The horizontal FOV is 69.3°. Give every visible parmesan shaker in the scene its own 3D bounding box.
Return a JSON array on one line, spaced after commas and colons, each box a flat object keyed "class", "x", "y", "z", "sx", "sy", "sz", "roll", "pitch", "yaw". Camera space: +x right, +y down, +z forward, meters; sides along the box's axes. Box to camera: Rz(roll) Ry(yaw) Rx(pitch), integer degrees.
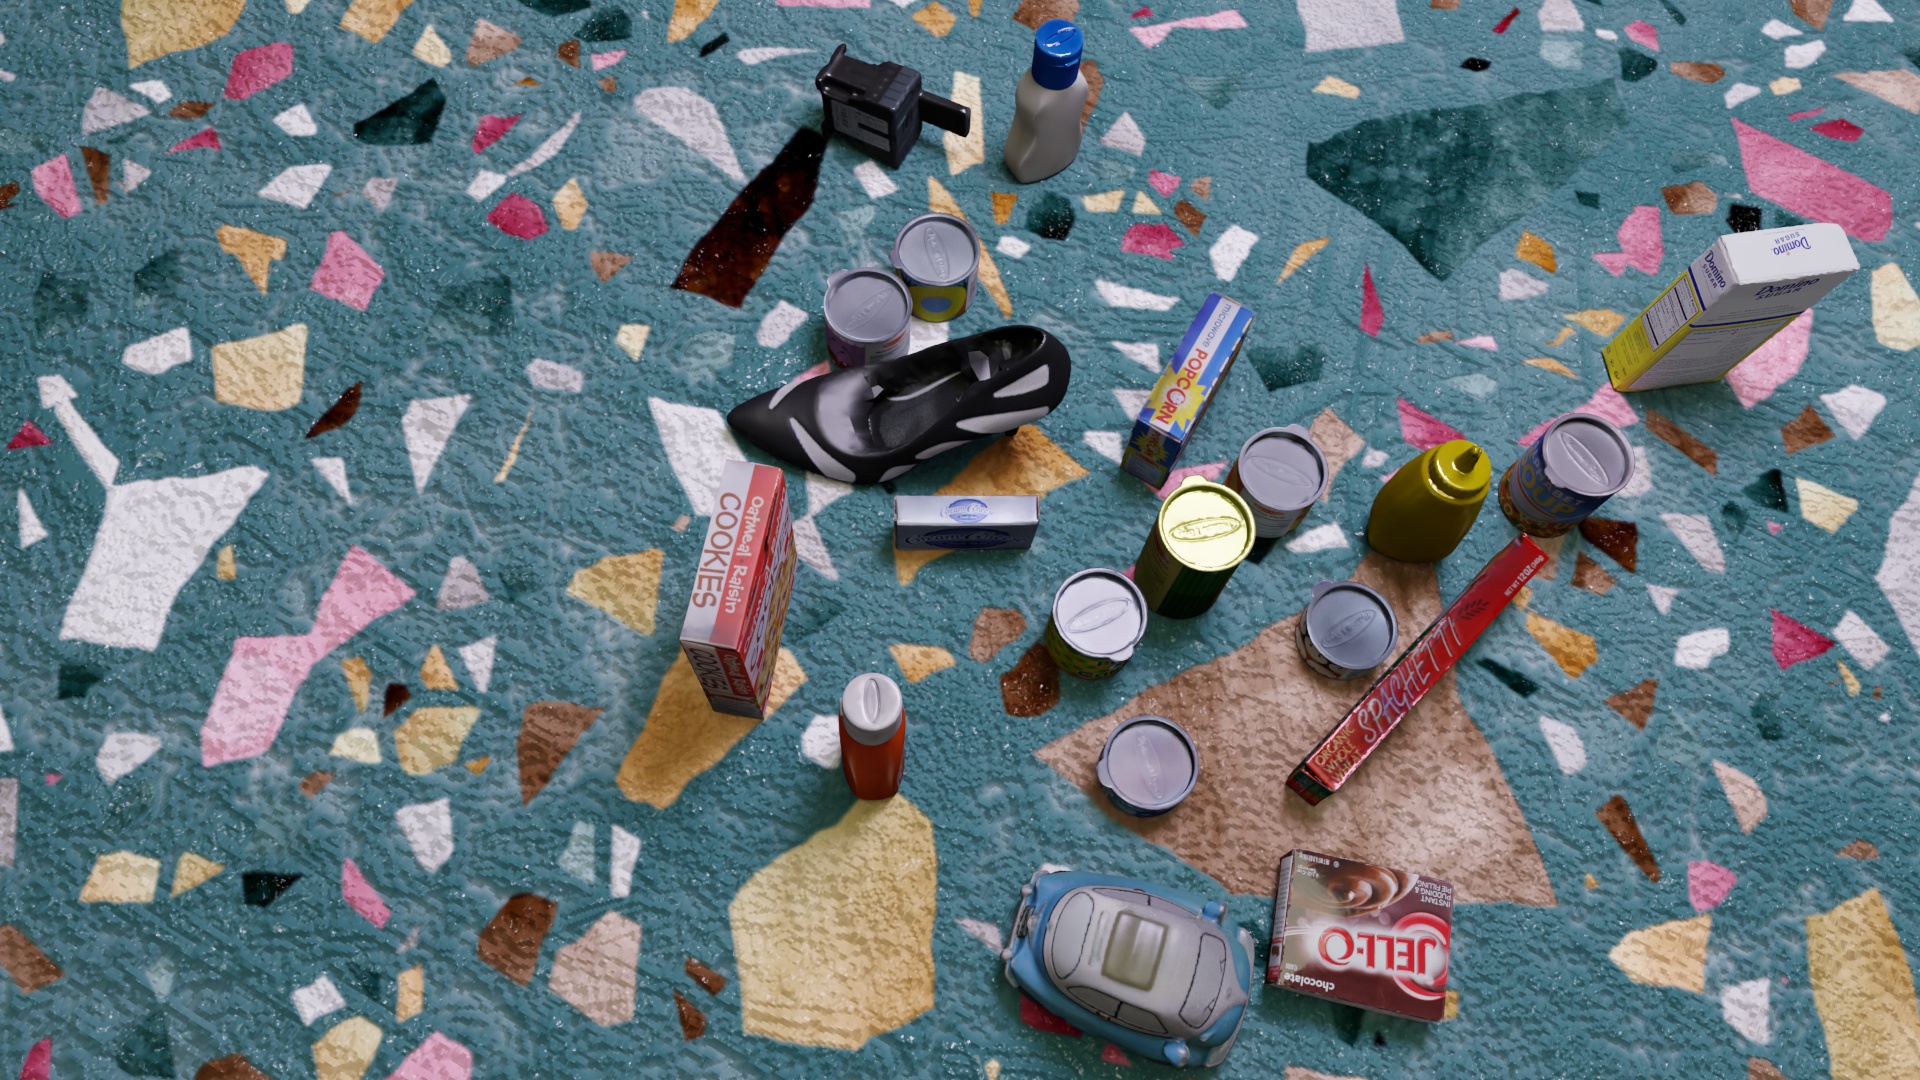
[{"class": "parmesan shaker", "x": 0.163, "y": 0.006, "z": 0.979, "sx": 0.071, "sy": 0.102, "sz": 0.071, "roll": 1, "pitch": 68, "yaw": -2}]

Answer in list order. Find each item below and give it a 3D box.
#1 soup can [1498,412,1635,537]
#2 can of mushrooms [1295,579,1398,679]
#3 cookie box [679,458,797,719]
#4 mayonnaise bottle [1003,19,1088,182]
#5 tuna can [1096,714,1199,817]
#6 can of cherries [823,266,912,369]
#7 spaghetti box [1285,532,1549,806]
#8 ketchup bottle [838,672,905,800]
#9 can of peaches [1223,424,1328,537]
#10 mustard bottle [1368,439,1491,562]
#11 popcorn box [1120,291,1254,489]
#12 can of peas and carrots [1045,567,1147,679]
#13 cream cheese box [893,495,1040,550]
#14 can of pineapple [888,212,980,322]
[{"class": "soup can", "x": 0.443, "y": -0.045, "z": 1.025, "sx": 0.071, "sy": 0.083, "sz": 0.071, "roll": 1, "pitch": 68, "yaw": -2}, {"class": "can of mushrooms", "x": 0.276, "y": 0.063, "z": 0.999, "sx": 0.071, "sy": 0.033, "sz": 0.071, "roll": 1, "pitch": 68, "yaw": -3}, {"class": "cookie box", "x": -0.141, "y": 0.037, "z": 0.916, "sx": 0.040, "sy": 0.166, "sz": 0.123, "roll": 9, "pitch": 68, "yaw": 1}, {"class": "mayonnaise bottle", "x": 0.070, "y": -0.345, "z": 1.094, "sx": 0.065, "sy": 0.147, "sz": 0.041, "roll": -29, "pitch": 72, "yaw": -13}, {"class": "tuna can", "x": 0.126, "y": 0.156, "z": 0.954, "sx": 0.071, "sy": 0.032, "sz": 0.071, "roll": 1, "pitch": 68, "yaw": -3}, {"class": "can of cherries", "x": -0.072, "y": -0.168, "z": 1.062, "sx": 0.071, "sy": 0.058, "sz": 0.072, "roll": 1, "pitch": 68, "yaw": -2}, {"class": "spaghetti box", "x": 0.324, "y": 0.090, "z": 0.982, "sx": 0.251, "sy": 0.050, "sz": 0.029, "roll": -42, "pitch": 76, "yaw": -17}, {"class": "ketchup bottle", "x": -0.057, "y": 0.123, "z": 0.895, "sx": 0.043, "sy": 0.148, "sz": 0.065, "roll": -3, "pitch": 68, "yaw": -4}, {"class": "can of peaches", "x": 0.233, "y": -0.044, "z": 1.028, "sx": 0.071, "sy": 0.058, "sz": 0.071, "roll": 1, "pitch": 68, "yaw": -2}, {"class": "mustard bottle", "x": 0.336, "y": -0.032, "z": 0.973, "sx": 0.065, "sy": 0.159, "sz": 0.049, "roll": 16, "pitch": 68, "yaw": 4}, {"class": "popcorn box", "x": 0.169, "y": -0.112, "z": 1.037, "sx": 0.038, "sy": 0.085, "sz": 0.127, "roll": 29, "pitch": 69, "yaw": 8}, {"class": "can of peas and carrots", "x": 0.096, "y": 0.061, "z": 0.977, "sx": 0.071, "sy": 0.058, "sz": 0.071, "roll": 1, "pitch": 68, "yaw": -2}, {"class": "cream cheese box", "x": 0.004, "y": -0.013, "z": 1.005, "sx": 0.104, "sy": 0.053, "sz": 0.024, "roll": 0, "pitch": 68, "yaw": -3}, {"class": "can of pineapple", "x": -0.021, "y": -0.212, "z": 1.083, "sx": 0.071, "sy": 0.057, "sz": 0.071, "roll": 1, "pitch": 68, "yaw": -2}]
